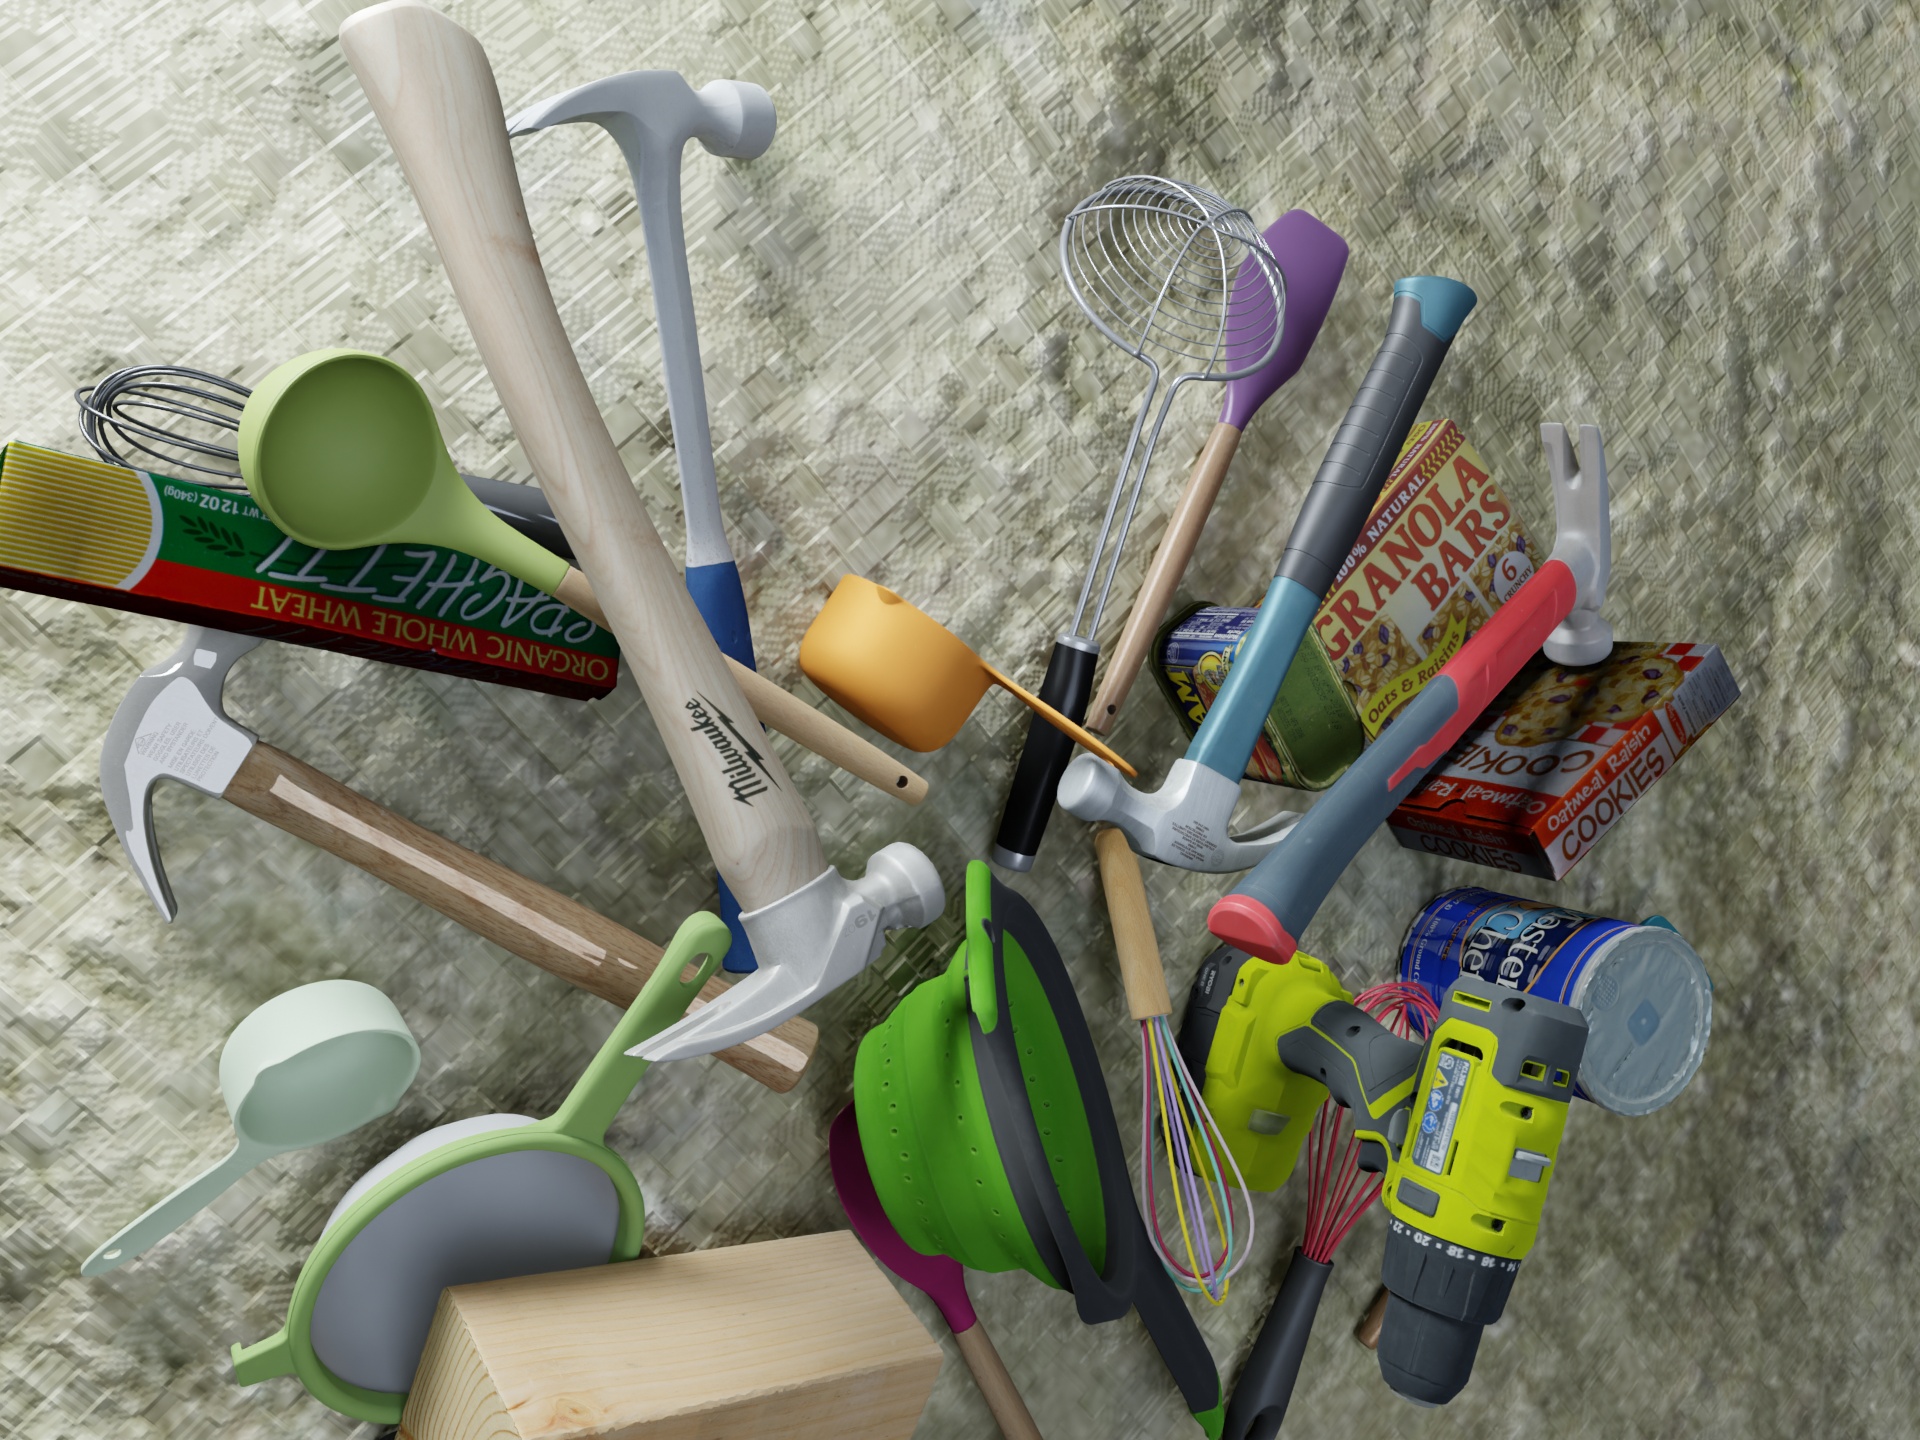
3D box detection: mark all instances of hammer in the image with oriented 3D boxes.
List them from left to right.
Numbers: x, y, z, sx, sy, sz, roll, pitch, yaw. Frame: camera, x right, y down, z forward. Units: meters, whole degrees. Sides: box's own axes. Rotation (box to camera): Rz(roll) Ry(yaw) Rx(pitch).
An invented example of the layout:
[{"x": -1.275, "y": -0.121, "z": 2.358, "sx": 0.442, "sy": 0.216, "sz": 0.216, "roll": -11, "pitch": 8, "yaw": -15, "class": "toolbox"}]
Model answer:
[{"x": -0.208, "y": 0.079, "z": 0.695, "sx": 0.331, "sy": 0.031, "sz": 0.130, "roll": 32, "pitch": 82, "yaw": -18, "class": "hammer"}, {"x": -0.144, "y": -0.071, "z": 0.618, "sx": 0.146, "sy": 0.038, "sz": 0.410, "roll": -29, "pitch": 100, "yaw": -33, "class": "hammer"}, {"x": -0.120, "y": -0.081, "z": 0.720, "sx": 0.144, "sy": 0.035, "sz": 0.405, "roll": -19, "pitch": 107, "yaw": -49, "class": "hammer"}, {"x": 0.170, "y": -0.077, "z": 0.781, "sx": 0.128, "sy": 0.033, "sz": 0.331, "roll": 30, "pitch": 81, "yaw": -23, "class": "hammer"}, {"x": 0.238, "y": -0.015, "z": 0.796, "sx": 0.386, "sy": 0.038, "sz": 0.143, "roll": -38, "pitch": 125, "yaw": -37, "class": "hammer"}]

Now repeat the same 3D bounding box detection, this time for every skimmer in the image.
[{"x": 0.073, "y": -0.102, "z": 0.830, "sx": 0.127, "sy": 0.090, "sz": 0.363, "roll": 15, "pitch": 98, "yaw": -14, "class": "skimmer"}]

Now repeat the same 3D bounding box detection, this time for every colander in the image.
[{"x": 0.040, "y": 0.253, "z": 0.804, "sx": 0.094, "sy": 0.205, "sz": 0.396, "roll": -18, "pitch": 122, "yaw": 11, "class": "colander"}]

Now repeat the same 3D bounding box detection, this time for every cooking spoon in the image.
[{"x": 0.012, "y": 0.333, "z": 0.820, "sx": 0.069, "sy": 0.017, "sz": 0.319, "roll": -36, "pitch": 103, "yaw": -47, "class": "cooking spoon"}]

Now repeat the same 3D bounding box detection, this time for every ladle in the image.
[{"x": -0.140, "y": -0.044, "z": 0.657, "sx": 0.320, "sy": 0.062, "sz": 0.078, "roll": 32, "pitch": 85, "yaw": -20, "class": "ladle"}]

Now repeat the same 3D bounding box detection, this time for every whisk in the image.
[{"x": -0.242, "y": -0.101, "z": 0.674, "sx": 0.238, "sy": 0.055, "sz": 0.055, "roll": 12, "pitch": 89, "yaw": -29, "class": "whisk"}, {"x": 0.105, "y": 0.176, "z": 0.825, "sx": 0.047, "sy": 0.051, "sz": 0.245, "roll": -1, "pitch": 72, "yaw": -35, "class": "whisk"}, {"x": 0.210, "y": 0.289, "z": 0.911, "sx": 0.073, "sy": 0.073, "sz": 0.296, "roll": 20, "pitch": 92, "yaw": -25, "class": "whisk"}]

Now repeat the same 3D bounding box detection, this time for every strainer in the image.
[{"x": -0.188, "y": 0.178, "z": 0.685, "sx": 0.151, "sy": 0.069, "sz": 0.256, "roll": 33, "pitch": 92, "yaw": -44, "class": "strainer"}]

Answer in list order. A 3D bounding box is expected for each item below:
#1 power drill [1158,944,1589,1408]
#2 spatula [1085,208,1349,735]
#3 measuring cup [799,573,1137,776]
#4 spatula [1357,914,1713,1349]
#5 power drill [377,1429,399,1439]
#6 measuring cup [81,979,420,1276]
[{"x": 0.198, "y": 0.211, "z": 0.800, "sx": 0.080, "sy": 0.229, "sz": 0.190, "roll": 18, "pitch": 86, "yaw": -25, "class": "power drill"}, {"x": 0.134, "y": -0.137, "z": 0.863, "sx": 0.059, "sy": 0.018, "sz": 0.316, "roll": 27, "pitch": 81, "yaw": -20, "class": "spatula"}, {"x": -0.001, "y": -0.002, "z": 0.737, "sx": 0.052, "sy": 0.174, "sz": 0.095, "roll": -54, "pitch": 156, "yaw": -6, "class": "measuring cup"}, {"x": 0.346, "y": 0.257, "z": 0.977, "sx": 0.317, "sy": 0.044, "sz": 0.082, "roll": -49, "pitch": 115, "yaw": -13, "class": "spatula"}, {"x": -0.169, "y": 0.411, "z": 0.730, "sx": 0.223, "sy": 0.080, "sz": 0.171, "roll": 18, "pitch": 86, "yaw": -28, "class": "power drill"}, {"x": -0.305, "y": 0.169, "z": 0.667, "sx": 0.167, "sy": 0.038, "sz": 0.083, "roll": -38, "pitch": 150, "yaw": 1, "class": "measuring cup"}]
